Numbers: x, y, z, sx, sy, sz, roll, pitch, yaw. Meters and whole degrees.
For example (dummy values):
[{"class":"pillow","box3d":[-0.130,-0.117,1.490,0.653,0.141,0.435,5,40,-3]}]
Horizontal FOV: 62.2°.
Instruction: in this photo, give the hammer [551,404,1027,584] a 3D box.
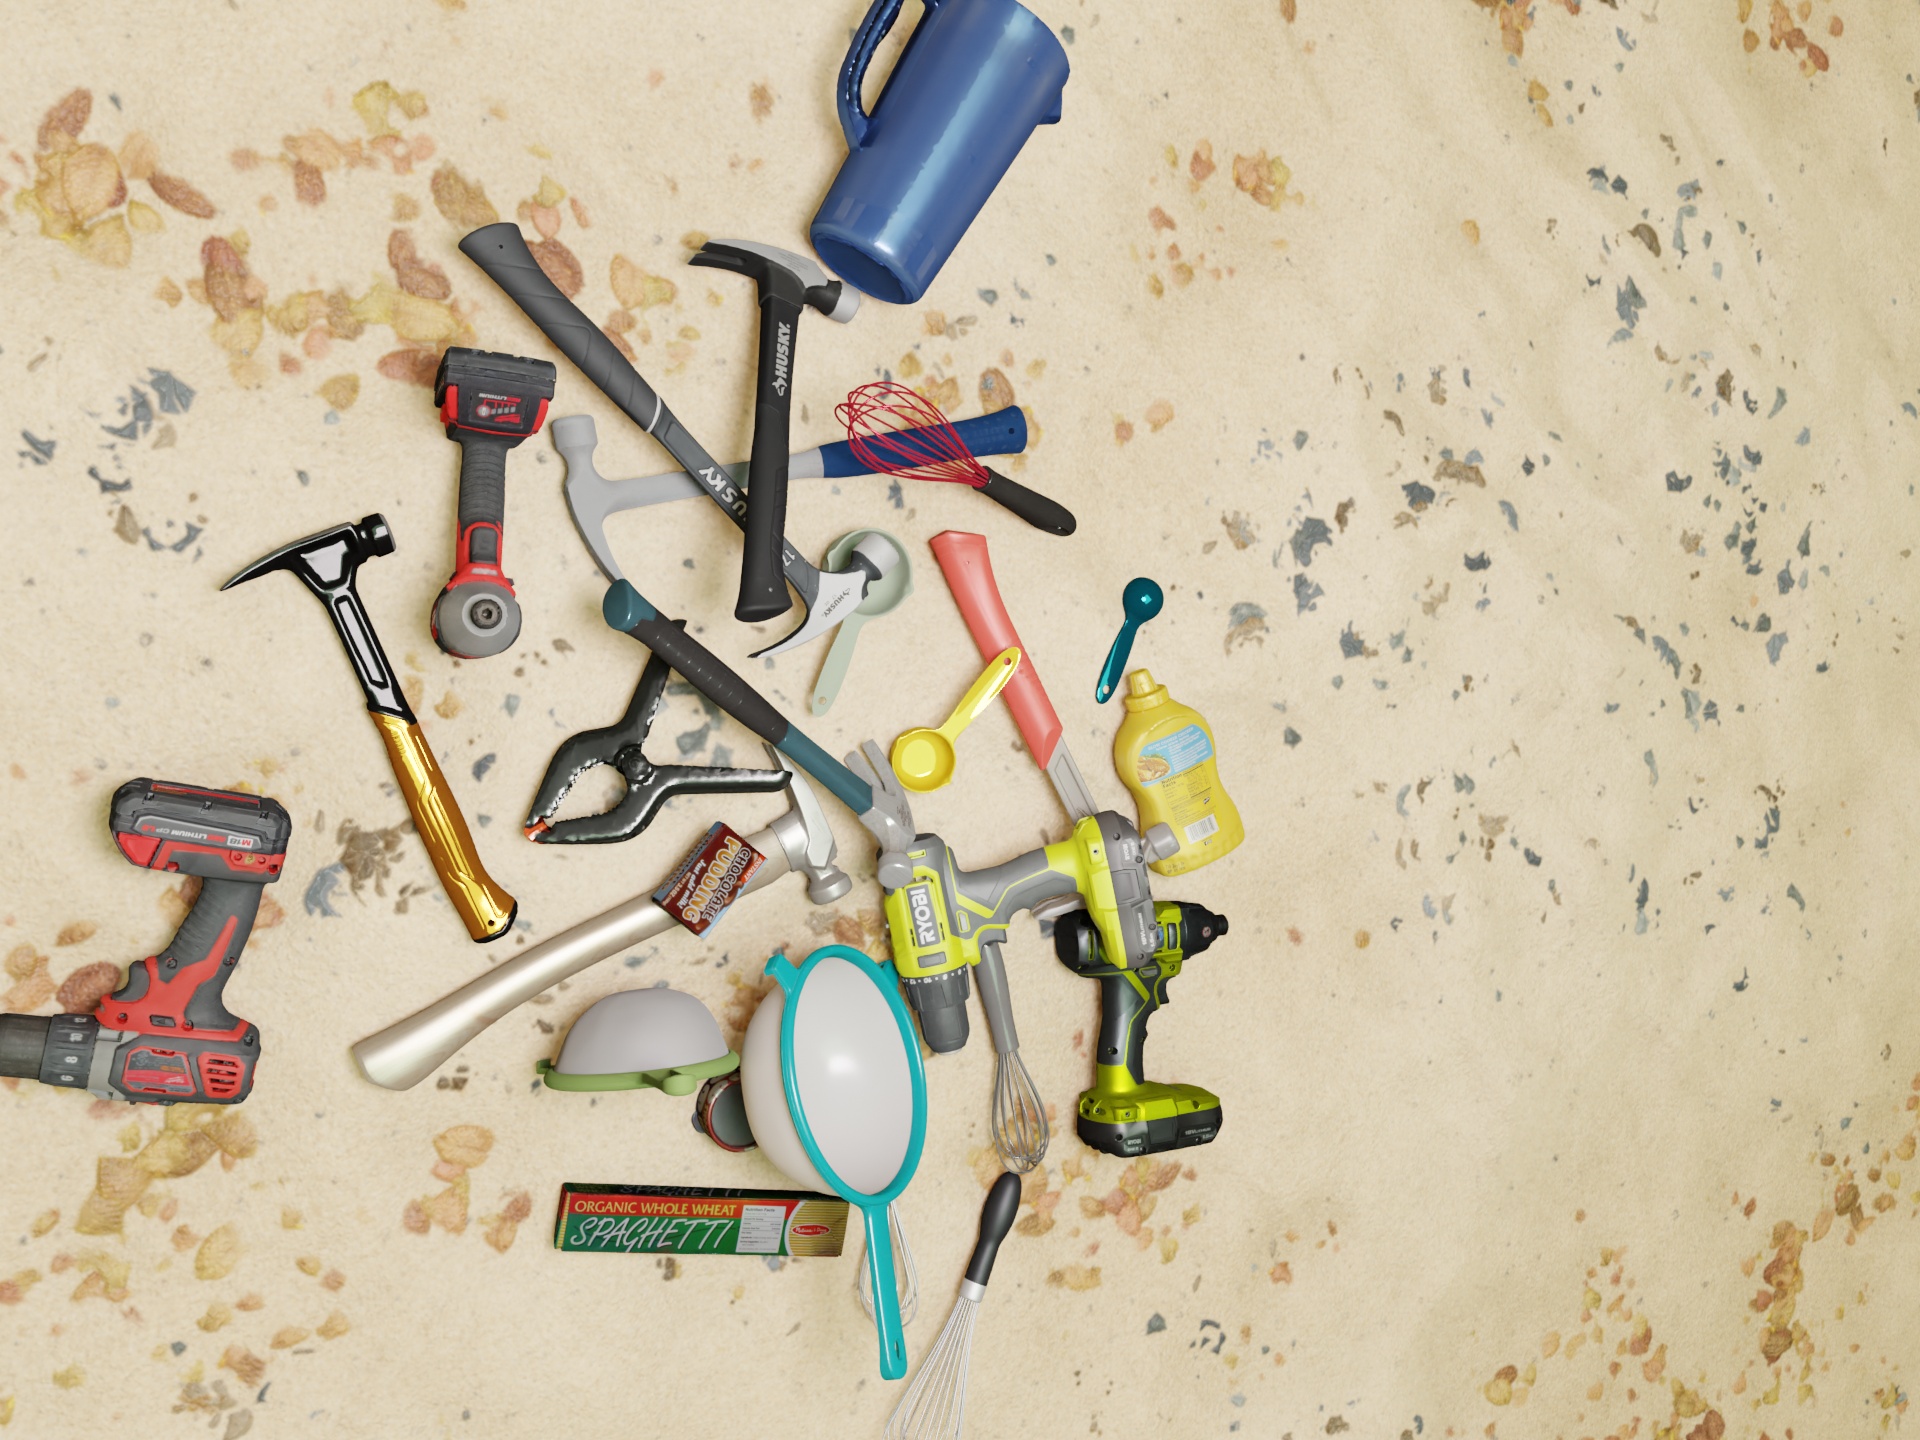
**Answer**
[{"class":"hammer","box3d":[-0.127,-0.209,1.332,0.405,0.035,0.144,-14,99,-24]}]

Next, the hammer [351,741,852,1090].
[{"class":"hammer","box3d":[-0.291,0.166,1.282,0.410,0.038,0.146,-27,103,-21]}]

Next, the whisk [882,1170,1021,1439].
[{"class":"whisk","box3d":[-0.001,0.544,1.432,0.070,0.070,0.285,26,77,-24]}]

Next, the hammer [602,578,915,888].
[{"class":"hammer","box3d":[-0.153,0.002,1.267,0.033,0.128,0.330,-35,123,22]}]

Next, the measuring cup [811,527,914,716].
[{"class":"measuring cup","box3d":[-0.098,-0.083,1.356,0.083,0.038,0.167,21,88,-24]}]

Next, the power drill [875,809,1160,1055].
[{"class":"power drill","box3d":[0.051,0.180,1.386,0.228,0.080,0.190,-12,94,-3]}]

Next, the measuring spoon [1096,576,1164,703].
[{"class":"measuring spoon","box3d":[0.158,-0.074,1.480,0.042,0.021,0.128,26,81,-24]}]

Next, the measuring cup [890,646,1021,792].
[{"class":"measuring cup","box3d":[-0.002,-0.004,1.392,0.062,0.029,0.156,41,88,-16]}]

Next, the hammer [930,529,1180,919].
[{"class":"hammer","box3d":[0.057,-0.003,1.421,0.149,0.037,0.359,-27,100,0]}]

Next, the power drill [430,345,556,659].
[{"class":"power drill","box3d":[-0.352,-0.155,1.175,0.078,0.143,0.220,5,89,-22]}]

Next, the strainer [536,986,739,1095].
[{"class":"strainer","box3d":[-0.233,0.239,1.198,0.151,0.256,0.069,-3,84,-20]}]

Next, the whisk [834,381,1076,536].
[{"class":"whisk","box3d":[0.005,-0.212,1.345,0.295,0.073,0.073,21,84,-46]}]

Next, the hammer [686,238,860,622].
[{"class":"hammer","box3d":[-0.152,-0.229,1.242,0.146,0.035,0.335,17,62,-33]}]

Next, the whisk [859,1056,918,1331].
[{"class":"whisk","box3d":[-0.065,0.419,1.402,0.059,0.058,0.246,-3,92,-59]}]

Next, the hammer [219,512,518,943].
[{"class":"hammer","box3d":[-0.430,0.020,1.208,0.127,0.034,0.336,-26,104,-22]}]

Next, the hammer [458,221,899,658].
[{"class":"hammer","box3d":[-0.231,-0.221,1.245,0.408,0.036,0.149,47,74,-18]}]

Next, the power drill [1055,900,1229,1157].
[{"class":"power drill","box3d":[0.178,0.281,1.486,0.171,0.080,0.223,-3,91,-24]}]

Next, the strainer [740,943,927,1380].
[{"class":"strainer","box3d":[-0.108,0.358,1.292,0.210,0.095,0.340,19,59,-61]}]

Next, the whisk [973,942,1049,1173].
[{"class":"whisk","box3d":[0.039,0.297,1.441,0.055,0.055,0.239,-14,95,-24]}]

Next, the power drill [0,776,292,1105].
[{"class":"power drill","box3d":[-0.582,0.159,1.126,0.187,0.080,0.227,12,91,-25]}]
